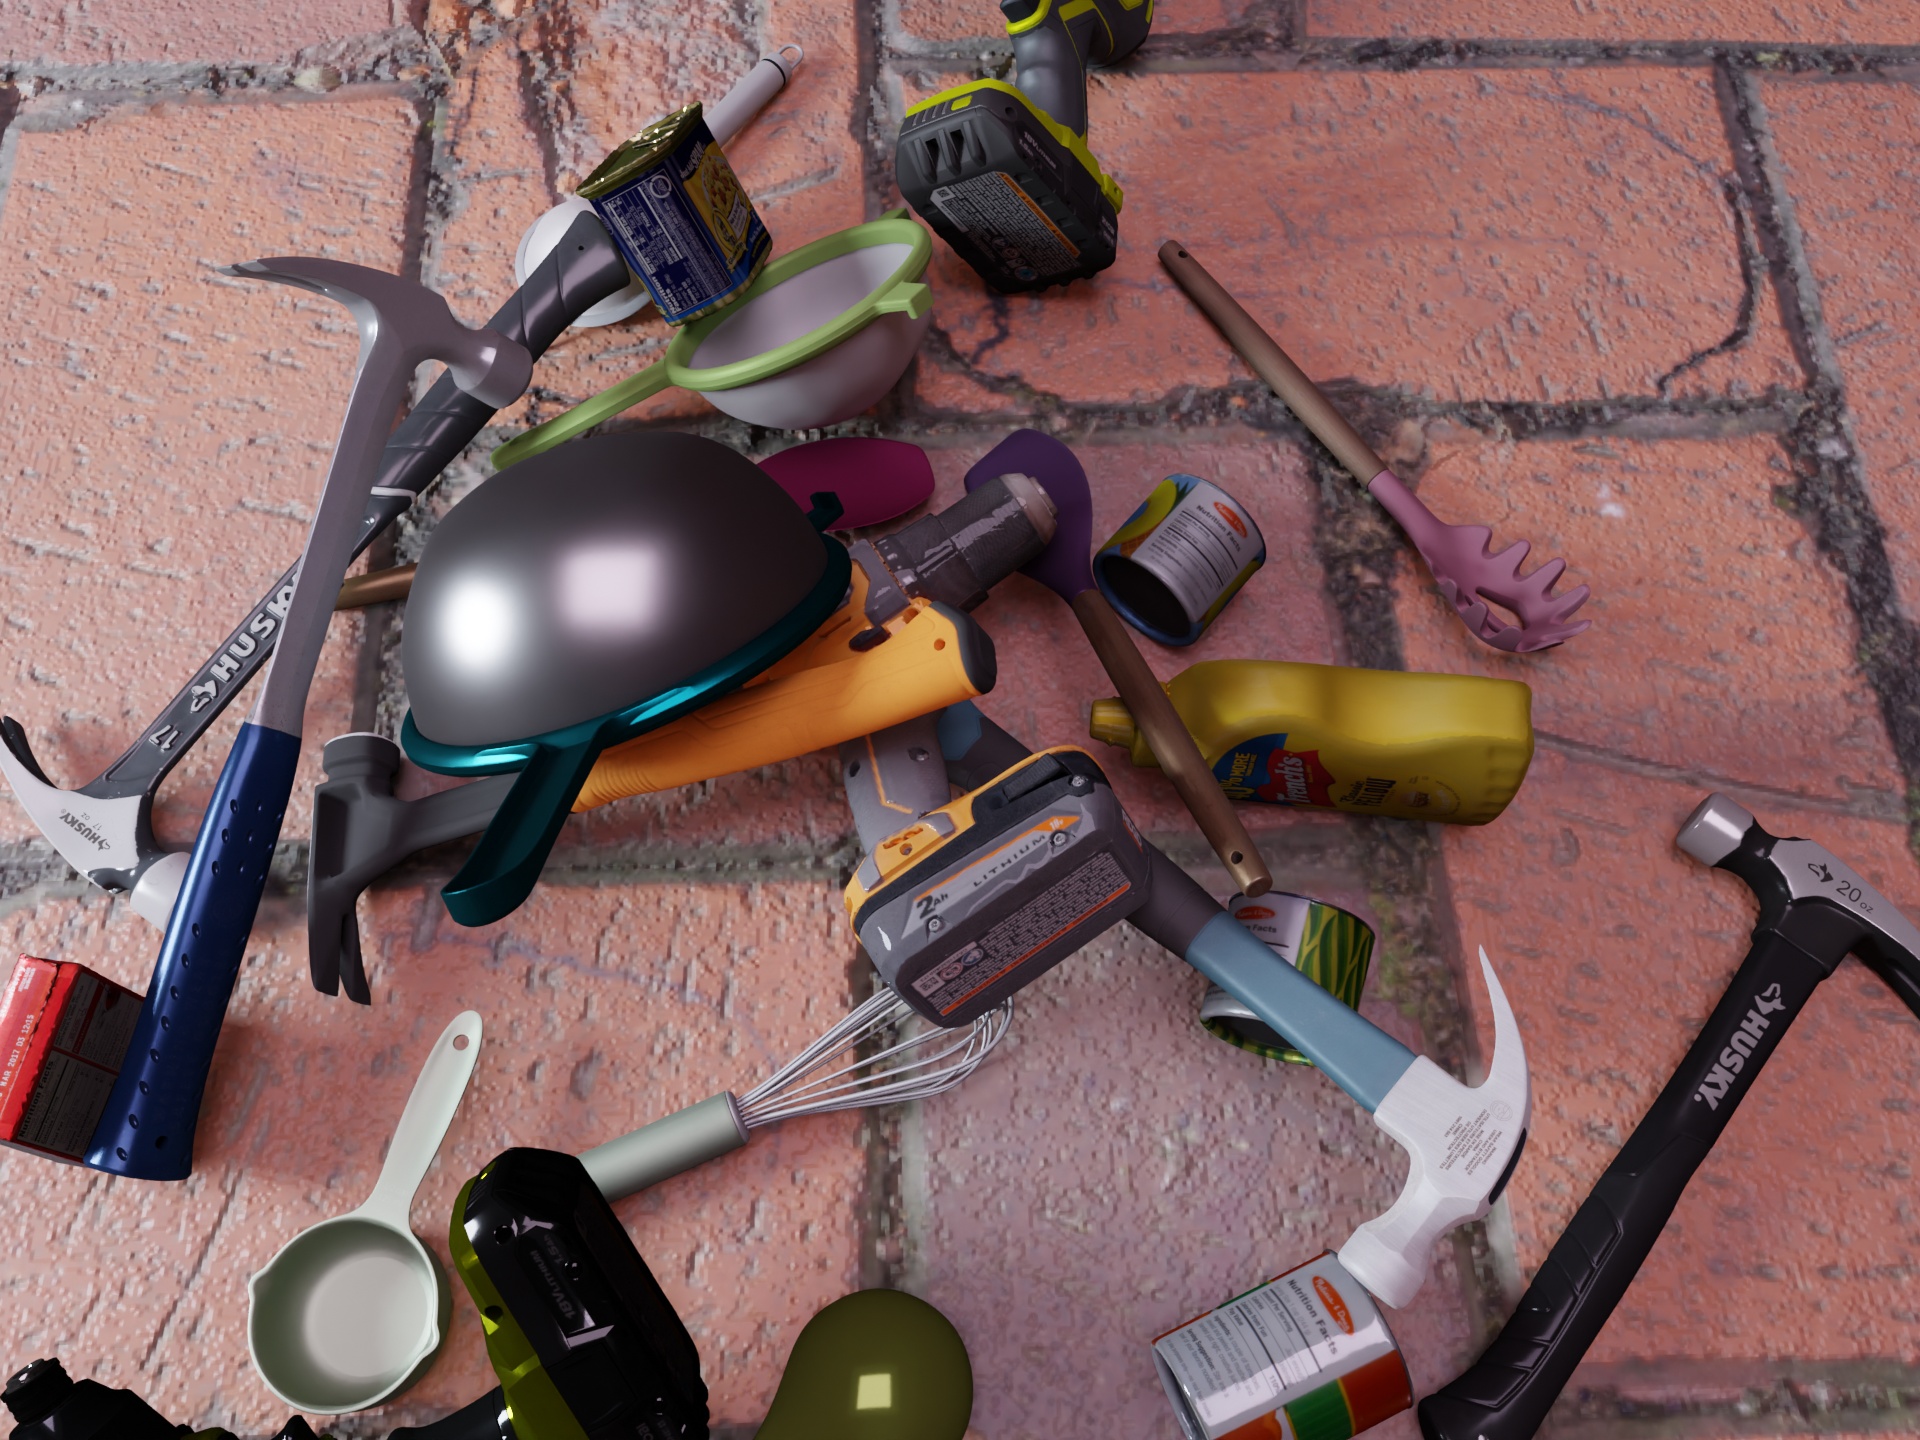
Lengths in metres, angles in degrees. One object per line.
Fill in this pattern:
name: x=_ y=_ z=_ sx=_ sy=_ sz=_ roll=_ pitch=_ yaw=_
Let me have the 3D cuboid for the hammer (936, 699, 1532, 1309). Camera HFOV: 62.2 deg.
hammer: x=0.094 y=0.085 z=0.679 sx=0.128 sy=0.033 sz=0.331 roll=-48 pitch=55 yaw=-6

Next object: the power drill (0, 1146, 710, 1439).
power drill: x=-0.223 y=0.266 z=0.590 sx=0.223 sy=0.080 sz=0.171 roll=-30 pitch=98 yaw=-7

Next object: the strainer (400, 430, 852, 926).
strainer: x=-0.160 y=-0.043 z=0.631 sx=0.211 sy=0.095 sz=0.341 roll=-17 pitch=23 yaw=8

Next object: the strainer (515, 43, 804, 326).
strainer: x=-0.168 y=-0.310 z=0.902 sx=0.087 sy=0.050 sz=0.258 roll=31 pitch=66 yaw=11

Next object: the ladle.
ladle: x=-0.132 y=0.338 z=0.622 sx=0.320 sy=0.062 sz=0.078 roll=-35 pitch=68 yaw=-7

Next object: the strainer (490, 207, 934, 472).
strainer: x=-0.119 y=-0.169 z=0.827 sx=0.256 sy=0.069 sz=0.152 roll=-25 pitch=32 yaw=9

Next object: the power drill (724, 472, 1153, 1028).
power drill: x=-0.001 y=-0.002 z=0.705 sx=0.185 sy=0.084 sz=0.226 roll=-35 pitch=51 yaw=2

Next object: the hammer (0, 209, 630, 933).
hammer: x=-0.302 y=-0.099 z=0.787 sx=0.149 sy=0.036 sz=0.409 roll=33 pitch=75 yaw=11

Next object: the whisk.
whisk: x=-0.090 y=0.168 z=0.693 sx=0.246 sy=0.057 sz=0.059 roll=-22 pitch=34 yaw=-7

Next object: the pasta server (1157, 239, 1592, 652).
pasta server: x=0.205 y=-0.151 z=0.836 sx=0.060 sy=0.040 sz=0.316 roll=-27 pitch=68 yaw=-25

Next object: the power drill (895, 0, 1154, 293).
power drill: x=0.030 y=-0.369 z=0.856 sx=0.080 sy=0.190 sz=0.229 roll=-6 pitch=67 yaw=34

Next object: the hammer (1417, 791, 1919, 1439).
hammer: x=0.307 y=0.193 z=0.688 sx=0.146 sy=0.035 sz=0.335 roll=37 pitch=71 yaw=15

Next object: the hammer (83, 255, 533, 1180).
hammer: x=-0.303 y=-0.008 z=0.694 sx=0.035 sy=0.144 sz=0.405 roll=5 pitch=78 yaw=38

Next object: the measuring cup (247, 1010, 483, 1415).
measuring cup: x=-0.236 y=0.206 z=0.675 sx=0.083 sy=0.038 sz=0.168 roll=15 pitch=65 yaw=6

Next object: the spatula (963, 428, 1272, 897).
spatula: x=0.069 y=-0.040 z=0.733 sx=0.060 sy=0.018 sz=0.316 roll=-38 pitch=46 yaw=14

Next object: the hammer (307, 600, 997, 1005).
hammer: x=-0.141 y=0.025 z=0.685 sx=0.337 sy=0.034 sz=0.127 roll=-17 pitch=62 yaw=18

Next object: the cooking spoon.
cooking spoon: x=-0.170 y=-0.096 z=0.818 sx=0.319 sy=0.017 sz=0.069 roll=-13 pitch=53 yaw=-6
